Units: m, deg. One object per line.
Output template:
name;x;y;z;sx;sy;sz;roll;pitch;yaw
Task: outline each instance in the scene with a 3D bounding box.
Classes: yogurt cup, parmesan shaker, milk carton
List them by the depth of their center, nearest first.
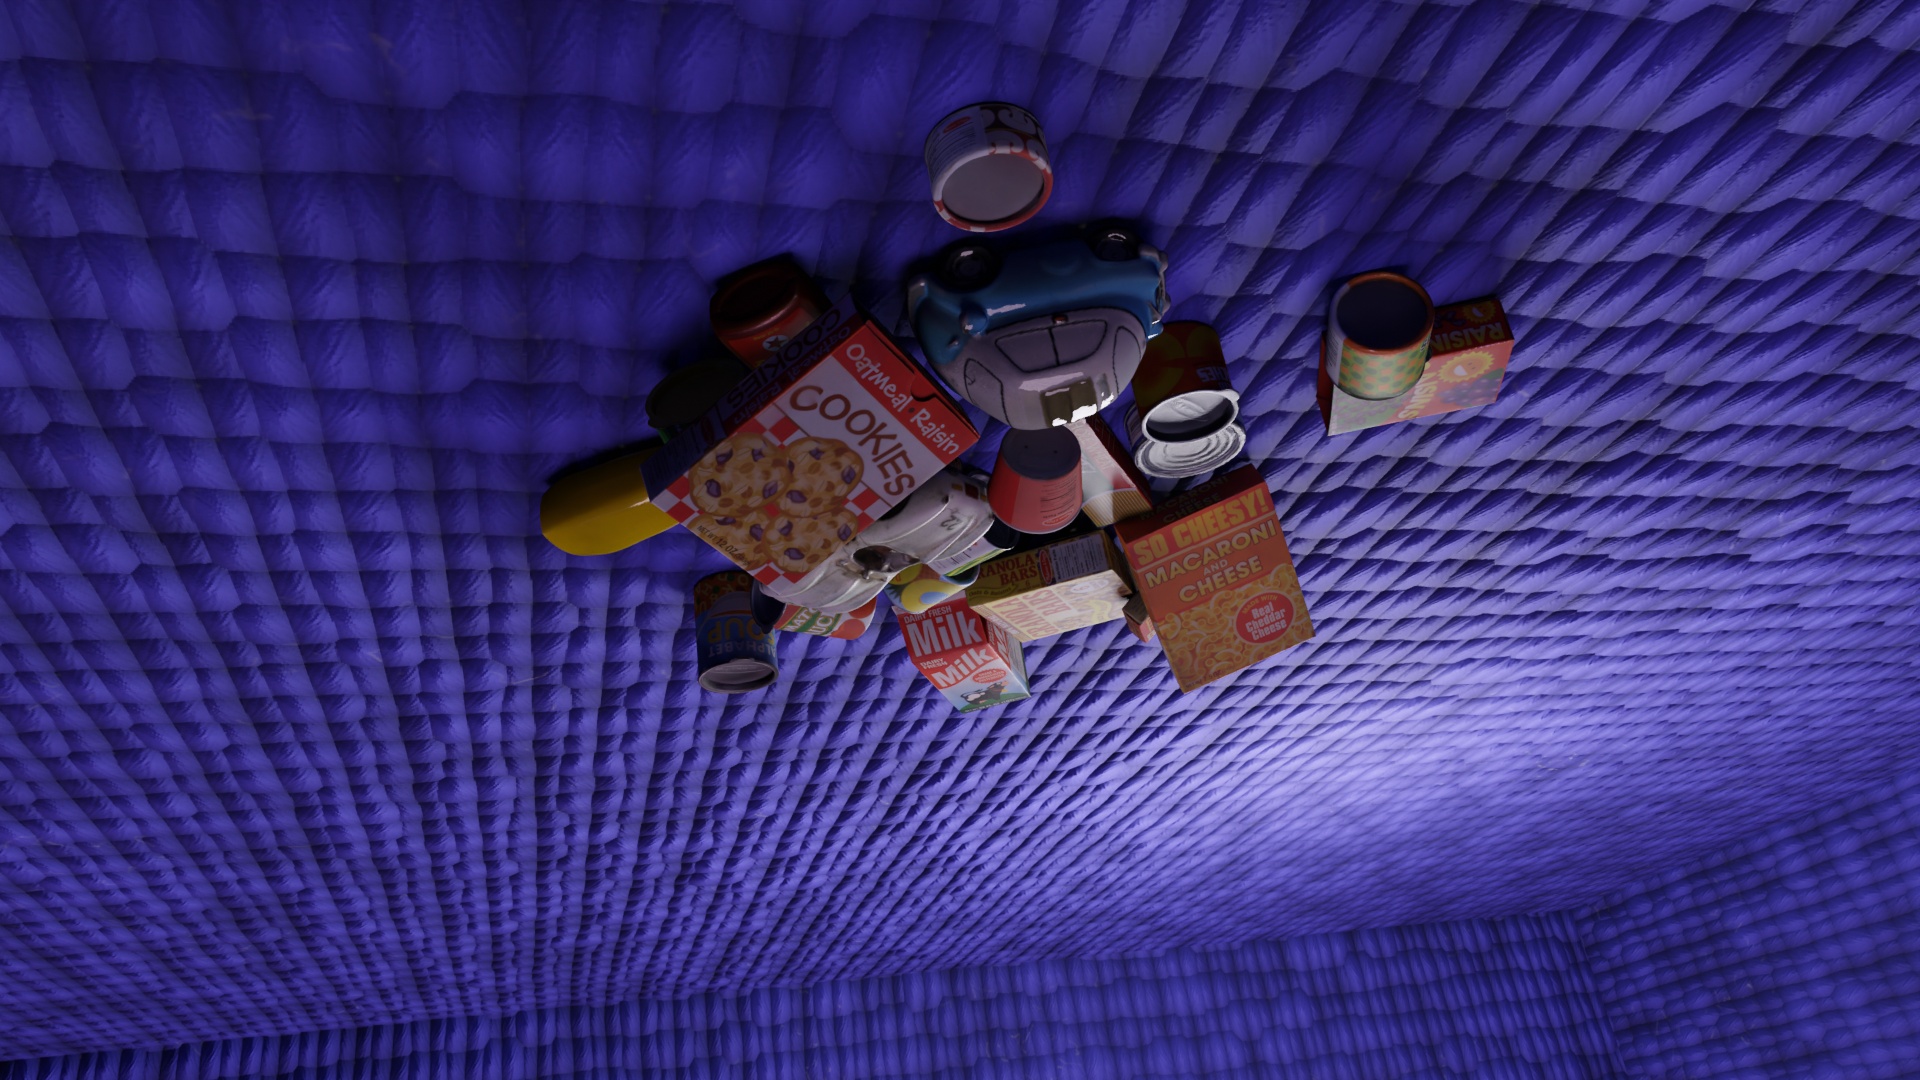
parmesan shaker;-0.153;-0.055;0.893;0.071;0.072;0.102;-13;130;8
yogurt cup;0.053;-0.046;0.954;0.072;0.073;0.053;-6;145;-7
milk carton;0.002;0.087;1.249;0.072;0.074;0.190;-15;152;11

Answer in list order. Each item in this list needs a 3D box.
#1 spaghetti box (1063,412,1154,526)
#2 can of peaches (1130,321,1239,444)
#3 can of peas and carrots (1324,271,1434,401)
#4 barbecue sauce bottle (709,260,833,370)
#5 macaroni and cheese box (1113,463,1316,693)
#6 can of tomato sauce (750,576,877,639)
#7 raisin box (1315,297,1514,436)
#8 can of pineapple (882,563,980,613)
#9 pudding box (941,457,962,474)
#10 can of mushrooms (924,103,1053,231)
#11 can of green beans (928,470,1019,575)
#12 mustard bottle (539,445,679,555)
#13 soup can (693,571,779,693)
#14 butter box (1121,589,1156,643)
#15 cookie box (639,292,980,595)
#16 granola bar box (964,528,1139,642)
spaghetti box;0.081;-0.074;1.012;0.050;0.029;0.249;-18;152;18
can of peaches;0.151;-0.107;0.938;0.071;0.058;0.071;-7;152;-4
can of peas and carrots;0.277;-0.135;0.915;0.071;0.071;0.058;-12;152;5
barbecue sauce bottle;-0.093;-0.114;0.865;0.065;0.044;0.148;-22;151;13
macaroni and cheese box;0.210;0.033;1.143;0.124;0.040;0.165;-24;121;2
can of tomato sauce;-0.120;0.046;1.135;0.083;0.071;0.071;11;146;-35
raisin box;0.319;-0.122;0.984;0.123;0.040;0.085;-11;152;6
can of pineapple;-0.028;0.017;1.113;0.071;0.071;0.057;19;141;-42
pudding box;-0.044;-0.040;1.036;0.083;0.030;0.049;-28;146;31
can of mushrooms;0.017;-0.199;0.747;0.071;0.033;0.070;-7;152;-4
can of green beans;0.003;-0.013;1.065;0.057;0.071;0.071;-27;148;32
mustard bottle;-0.215;-0.036;0.972;0.160;0.049;0.065;-20;154;17
soup can;-0.187;0.075;1.156;0.071;0.084;0.071;-8;153;-4
butter box;0.184;0.038;1.203;0.103;0.024;0.053;-47;155;-7
cookie box;-0.089;-0.054;0.842;0.167;0.040;0.122;-38;135;10
granola bar box;0.085;0.042;1.198;0.124;0.039;0.165;-16;161;13
